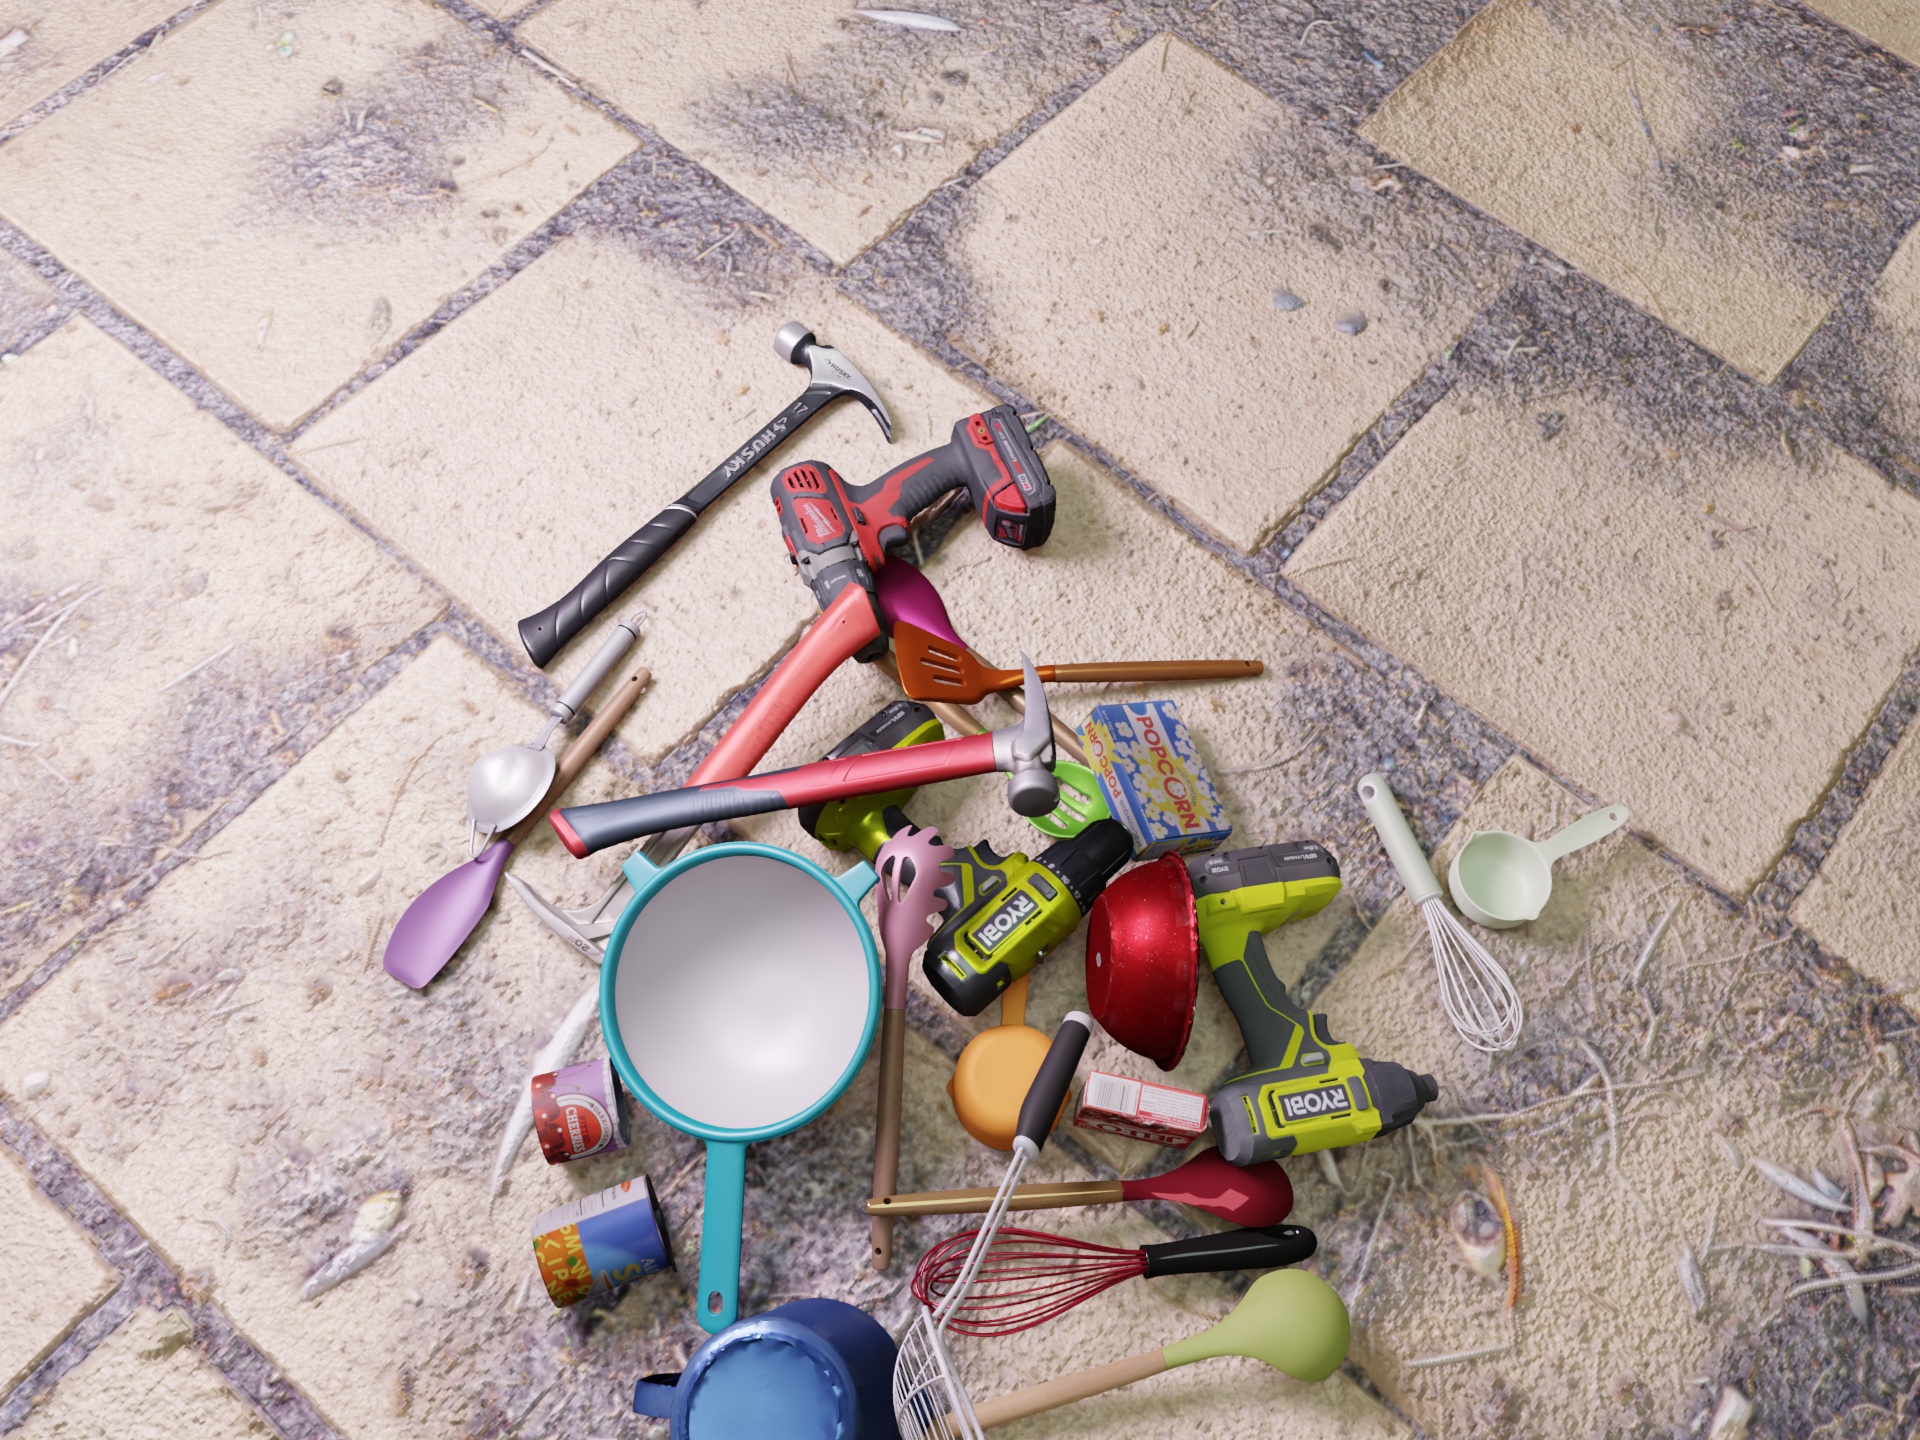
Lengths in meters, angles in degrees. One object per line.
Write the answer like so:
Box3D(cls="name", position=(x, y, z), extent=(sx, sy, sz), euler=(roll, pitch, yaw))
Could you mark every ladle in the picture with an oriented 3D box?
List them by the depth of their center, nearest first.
Box3D(cls="ladle", position=(0.117, 0.455, 1.104), extent=(0.320, 0.062, 0.078), euler=(-16, 51, -3))
Box3D(cls="ladle", position=(0.089, 0.339, 1.142), extent=(0.315, 0.031, 0.069), euler=(-1, 39, -8))

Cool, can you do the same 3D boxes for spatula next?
Box3D(cls="spatula", position=(-0.349, 0.076, 1.275), extent=(0.060, 0.018, 0.316), euler=(26, 65, 22))
Box3D(cls="spatula", position=(0.103, -0.045, 1.327), extent=(0.322, 0.041, 0.081), euler=(-2, 54, -12))

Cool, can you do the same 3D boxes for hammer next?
Box3D(cls="hammer", position=(-0.121, 0.038, 1.202), extent=(0.386, 0.038, 0.143), euler=(-10, 46, 7))
Box3D(cls="hammer", position=(-0.193, 0.032, 1.258), extent=(0.149, 0.036, 0.359), euler=(35, 79, 13))
Box3D(cls="hammer", position=(-0.230, -0.190, 1.405), extent=(0.149, 0.036, 0.409), euler=(38, 69, 14))

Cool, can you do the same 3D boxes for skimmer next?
Box3D(cls="skimmer", position=(0.048, 0.332, 1.036), extent=(0.090, 0.127, 0.363), euler=(1, 37, 27))

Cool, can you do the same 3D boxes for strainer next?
Box3D(cls="strainer", position=(-0.153, 0.261, 1.159), extent=(0.211, 0.095, 0.340), euler=(1, 82, 12))
Box3D(cls="strainer", position=(-0.332, -0.002, 1.298), extent=(0.087, 0.050, 0.258), euler=(6, 51, 36))

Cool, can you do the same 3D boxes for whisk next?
Box3D(cls="whisk", position=(0.111, 0.386, 1.123), extent=(0.295, 0.073, 0.073), euler=(-4, 64, -10))
Box3D(cls="whisk", position=(0.376, 0.149, 1.264), extent=(0.059, 0.057, 0.247), euler=(4, 54, -40))

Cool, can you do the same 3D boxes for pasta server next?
Box3D(cls="pasta server", position=(-0.045, 0.234, 1.150), extent=(0.060, 0.040, 0.316), euler=(2, 87, 26))

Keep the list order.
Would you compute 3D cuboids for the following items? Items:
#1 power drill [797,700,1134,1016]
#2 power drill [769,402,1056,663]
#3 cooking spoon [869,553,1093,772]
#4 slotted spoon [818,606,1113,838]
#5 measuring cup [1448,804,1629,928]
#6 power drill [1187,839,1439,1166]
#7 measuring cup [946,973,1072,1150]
Box3D(cls="power drill", position=(0.003, 0.092, 1.238), extent=(0.190, 0.080, 0.229), euler=(-40, 66, -19))
Box3D(cls="power drill", position=(-0.033, -0.160, 1.362), extent=(0.226, 0.080, 0.188), euler=(-20, 70, -10))
Box3D(cls="cooking spoon", position=(0.022, -0.042, 1.351), extent=(0.319, 0.017, 0.069), euler=(41, 69, 17))
Box3D(cls="slotted spoon", position=(-0.002, -0.004, 1.328), extent=(0.314, 0.031, 0.070), euler=(39, 70, 17))
Box3D(cls="measuring cup", position=(0.469, 0.112, 1.288), extent=(0.167, 0.038, 0.083), euler=(-24, 67, -16))
Box3D(cls="power drill", position=(0.252, 0.210, 1.198), extent=(0.171, 0.080, 0.223), euler=(-6, 63, -16))
Box3D(cls="measuring cup", position=(0.041, 0.232, 1.197), extent=(0.095, 0.052, 0.174), euler=(5, 66, 0))
